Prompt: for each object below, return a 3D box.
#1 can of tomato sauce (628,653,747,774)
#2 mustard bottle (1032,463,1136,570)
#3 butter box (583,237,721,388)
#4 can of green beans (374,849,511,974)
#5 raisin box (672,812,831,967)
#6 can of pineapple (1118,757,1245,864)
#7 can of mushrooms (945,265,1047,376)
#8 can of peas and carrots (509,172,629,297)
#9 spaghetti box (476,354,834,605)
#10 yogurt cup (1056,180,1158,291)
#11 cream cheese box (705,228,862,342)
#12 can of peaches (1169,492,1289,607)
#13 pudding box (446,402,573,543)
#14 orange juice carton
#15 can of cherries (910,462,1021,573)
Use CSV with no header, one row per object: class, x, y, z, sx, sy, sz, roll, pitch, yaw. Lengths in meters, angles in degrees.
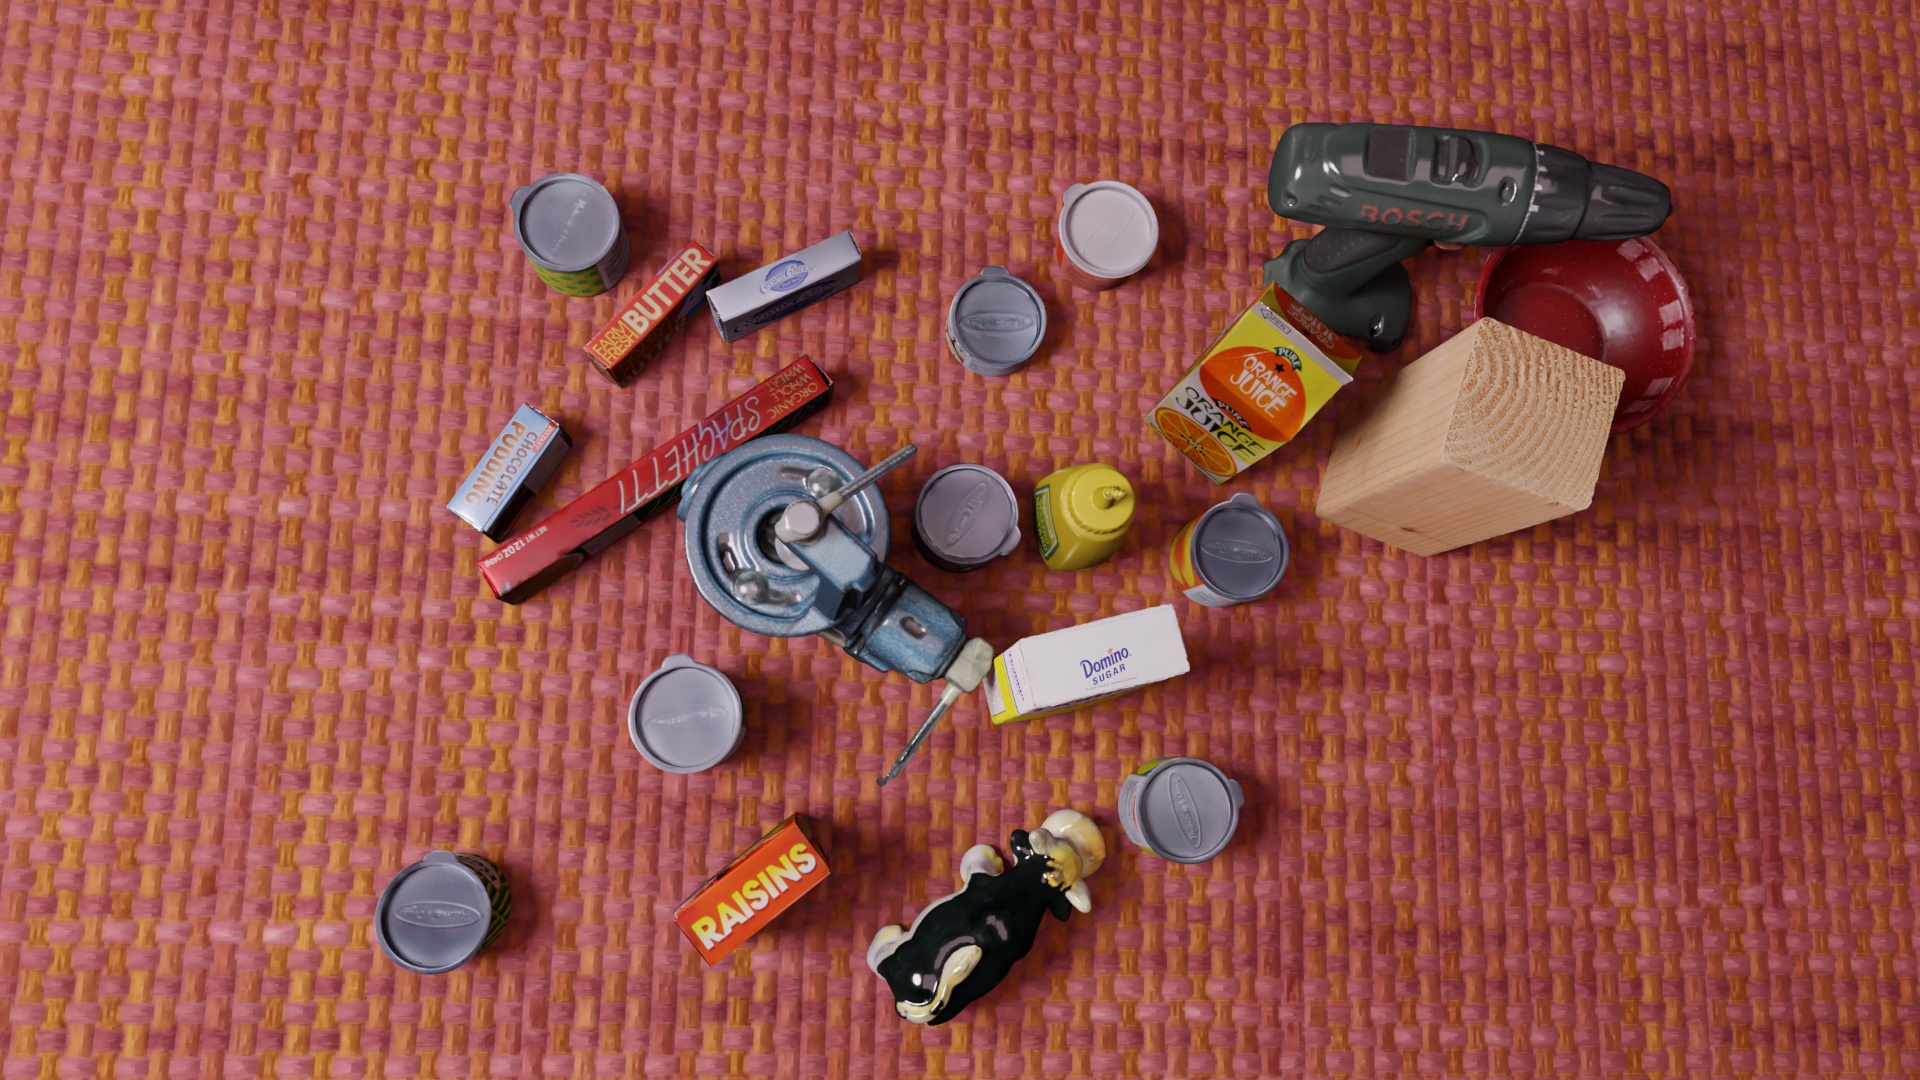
can of tomato sauce,-0.167,0.108,0.860,0.071,0.083,0.071,1,82,-6
mustard bottle,0.079,-0.019,0.867,0.049,0.160,0.065,-8,83,-7
butter box,-0.200,-0.148,0.911,0.024,0.053,0.104,41,80,1
can of green beans,-0.311,0.224,0.840,0.071,0.057,0.071,1,81,-6
raisin box,-0.121,0.204,0.830,0.086,0.123,0.040,-36,87,-10
can of pineapple,0.141,0.173,0.896,0.071,0.057,0.071,1,81,-6
can of mushrooms,0.024,-0.149,0.945,0.071,0.033,0.071,1,81,-6
can of peas and carrots,-0.256,-0.200,0.911,0.071,0.058,0.071,1,81,-6
spaghetti box,-0.192,-0.040,0.897,0.250,0.050,0.028,-34,87,-10
yogurt cup,0.097,-0.205,0.952,0.072,0.054,0.072,1,81,-6
cream cheese box,-0.116,-0.168,0.923,0.104,0.053,0.024,-26,85,-9
can of peaches,0.178,0.008,0.925,0.071,0.058,0.071,1,81,-6
pudding box,-0.287,-0.042,0.887,0.030,0.049,0.084,33,80,0
orange juice carton,0.185,-0.099,0.874,0.072,0.192,0.073,41,80,1
can of cherries,0.003,-0.011,0.909,0.071,0.058,0.071,1,81,-6
